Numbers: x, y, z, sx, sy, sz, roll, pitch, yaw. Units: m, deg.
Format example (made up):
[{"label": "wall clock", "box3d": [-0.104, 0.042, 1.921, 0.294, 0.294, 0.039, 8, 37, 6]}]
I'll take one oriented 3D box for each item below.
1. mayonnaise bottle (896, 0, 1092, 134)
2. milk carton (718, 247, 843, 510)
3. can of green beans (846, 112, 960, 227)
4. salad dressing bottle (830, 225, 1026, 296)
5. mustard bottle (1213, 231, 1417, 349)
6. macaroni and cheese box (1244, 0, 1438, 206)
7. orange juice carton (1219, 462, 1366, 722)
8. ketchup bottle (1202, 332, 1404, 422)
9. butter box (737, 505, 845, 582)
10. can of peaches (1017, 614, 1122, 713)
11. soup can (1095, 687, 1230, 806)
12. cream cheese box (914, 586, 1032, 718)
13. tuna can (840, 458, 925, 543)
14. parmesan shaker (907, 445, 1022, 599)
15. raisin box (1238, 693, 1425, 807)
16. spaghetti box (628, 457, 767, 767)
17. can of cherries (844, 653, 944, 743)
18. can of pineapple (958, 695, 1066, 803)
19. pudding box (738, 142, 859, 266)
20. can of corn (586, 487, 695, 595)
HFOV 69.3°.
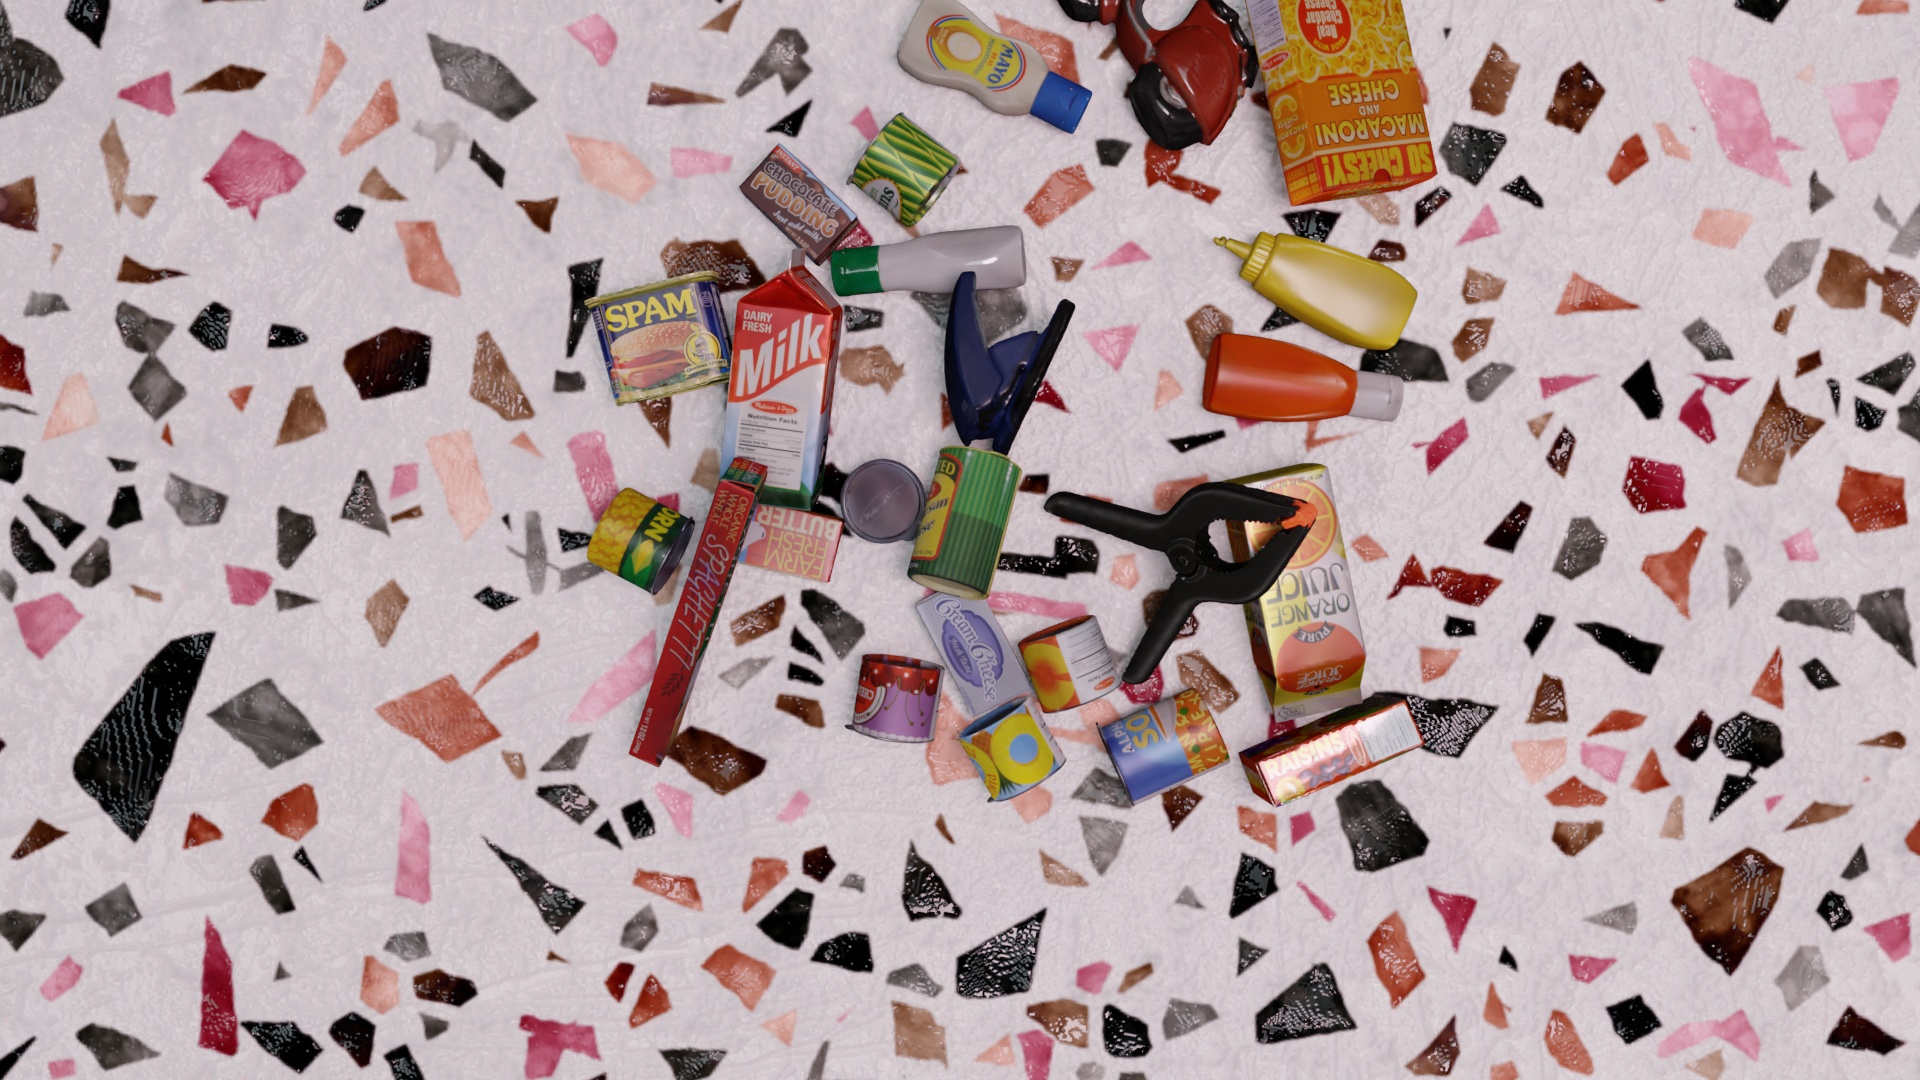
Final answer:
[{"label": "mayonnaise bottle", "box3d": [0.028, -0.363, 1.071, 0.148, 0.041, 0.064, 26, 91, -1]}, {"label": "milk carton", "box3d": [-0.133, -0.125, 1.051, 0.073, 0.072, 0.190, 8, 103, 0]}, {"label": "can of green beans", "box3d": [-0.042, -0.282, 1.062, 0.058, 0.071, 0.071, 39, 92, -2]}, {"label": "salad dressing bottle", "box3d": [-0.024, -0.213, 1.070, 0.148, 0.064, 0.043, -4, 124, 8]}, {"label": "mustard bottle", "box3d": [0.269, -0.203, 1.075, 0.160, 0.049, 0.065, 25, 92, -1]}, {"label": "macaroni and cheese box", "box3d": [0.288, -0.345, 1.049, 0.124, 0.040, 0.166, -15, 93, -27]}, {"label": "orange juice carton", "box3d": [0.259, 0.041, 1.073, 0.072, 0.073, 0.192, -12, 93, 0]}, {"label": "ketchup bottle", "box3d": [0.267, -0.121, 1.081, 0.149, 0.043, 0.064, 9, 93, -1]}, {"label": "butter box", "box3d": [-0.147, -0.003, 1.094, 0.103, 0.024, 0.053, 13, 93, 0]}, {"label": "can of peaches", "box3d": [0.083, 0.096, 1.080, 0.071, 0.071, 0.058, -21, 93, 1]}, {"label": "soup can", "box3d": [0.157, 0.158, 1.081, 0.084, 0.071, 0.071, -24, 93, 0]}, {"label": "cream cheese box", "box3d": [0.010, 0.083, 1.098, 0.053, 0.024, 0.103, -27, 92, 1]}, {"label": "tuna can", "box3d": [-0.058, -0.029, 1.089, 0.071, 0.033, 0.071, 0, 93, 0]}, {"label": "parmesan shaker", "box3d": [0.004, -0.013, 1.058, 0.071, 0.071, 0.103, 15, 77, -1]}, {"label": "raisin box", "box3d": [0.283, 0.161, 1.072, 0.123, 0.086, 0.040, -23, 87, 1]}, {"label": "spaghetti box", "box3d": [-0.198, 0.055, 1.044, 0.029, 0.050, 0.249, 21, 112, -4]}, {"label": "can of cherries", "box3d": [-0.051, 0.122, 1.077, 0.071, 0.071, 0.058, 9, 93, -1]}, {"label": "can of pineapple", "box3d": [0.039, 0.163, 1.080, 0.071, 0.071, 0.058, -30, 92, 1]}, {"label": "pudding box", "box3d": [-0.125, -0.261, 1.080, 0.083, 0.030, 0.049, 44, 91, -2]}, {"label": "can of corn", "box3d": [-0.246, -0.002, 1.071, 0.058, 0.071, 0.071, 28, 92, -1]}]
